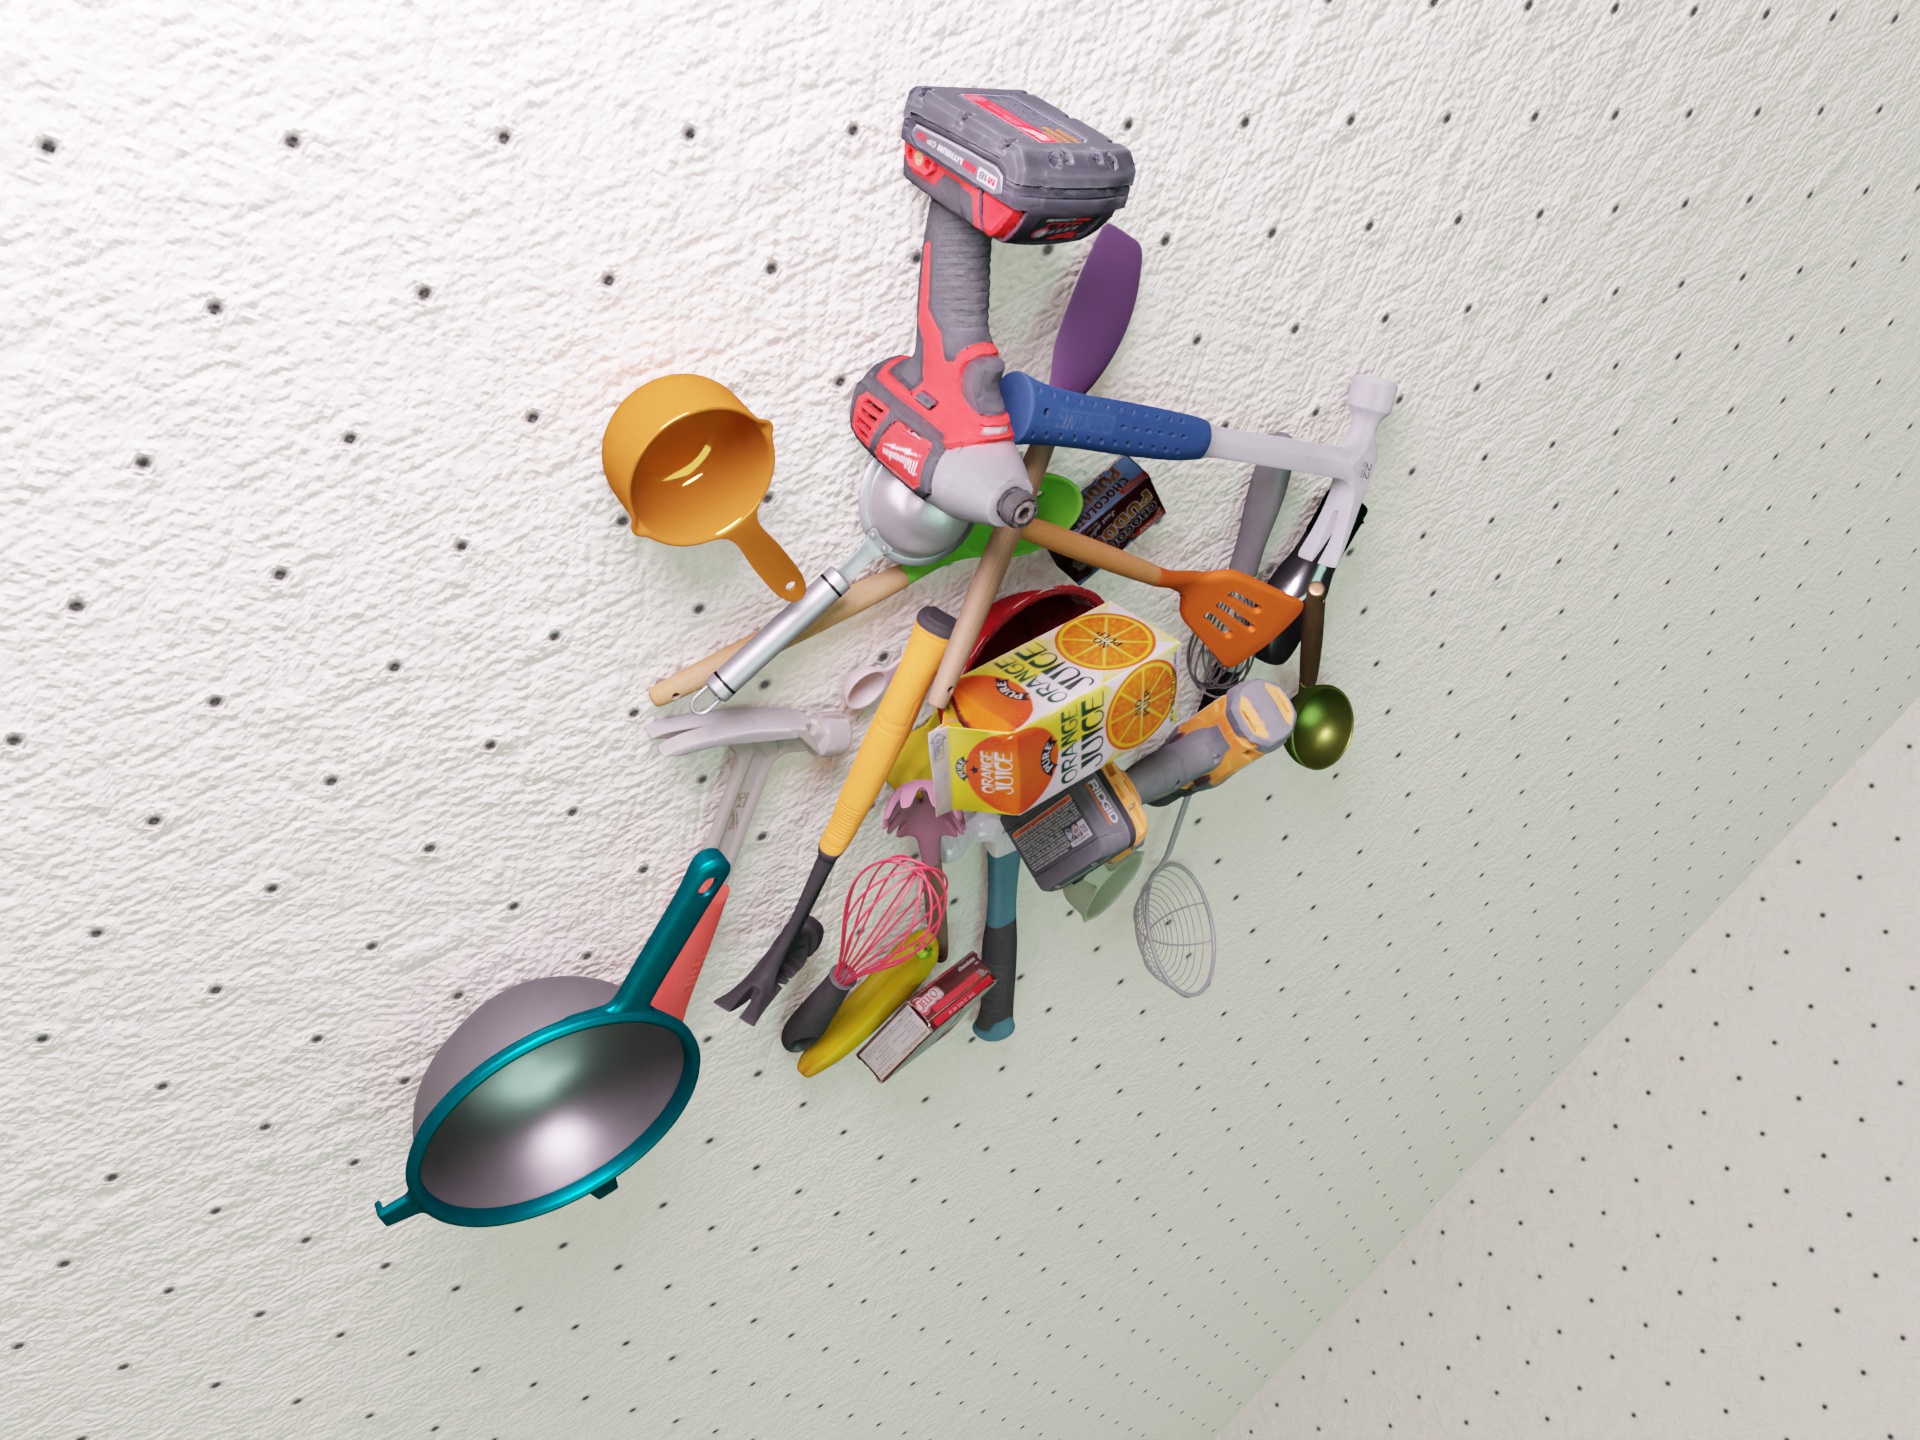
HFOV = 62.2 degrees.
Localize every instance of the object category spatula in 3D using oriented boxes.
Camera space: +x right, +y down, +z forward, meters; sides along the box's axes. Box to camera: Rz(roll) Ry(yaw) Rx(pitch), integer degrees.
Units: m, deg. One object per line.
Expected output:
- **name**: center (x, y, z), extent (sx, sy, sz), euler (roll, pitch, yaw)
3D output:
- **spatula**: center (0.045, -0.154, 0.998), extent (0.059, 0.018, 0.316), euler (15, 100, -49)
- **spatula**: center (0.126, -0.101, 1.121), extent (0.322, 0.041, 0.081), euler (12, 134, -47)

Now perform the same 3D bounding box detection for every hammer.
- **hammer**: center (-0.081, 0.066, 1.120), extent (0.336, 0.034, 0.127), euler (-63, 172, 28)
- **hammer**: center (0.168, -0.182, 1.070), extent (0.405, 0.035, 0.144), euler (-3, 111, -46)
- **hammer**: center (0.034, 0.182, 1.397), extent (0.128, 0.033, 0.330), euler (-23, 141, -21)
- **hammer**: center (-0.196, 0.140, 1.141), extent (0.149, 0.037, 0.359), euler (-4, 130, -39)

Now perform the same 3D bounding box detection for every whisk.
- **whisk**: center (-0.084, 0.191, 1.243), extent (0.073, 0.073, 0.295), euler (-11, 151, -35)
- **whisk**: center (0.223, -0.117, 1.244), extent (0.055, 0.055, 0.238), euler (-16, 134, -30)

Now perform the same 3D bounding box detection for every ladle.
- **ladle**: center (0.303, -0.038, 1.332), extent (0.078, 0.062, 0.320), euler (-54, 160, -11)

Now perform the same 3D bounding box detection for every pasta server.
- **pasta server**: center (-0.022, 0.128, 1.255), extent (0.060, 0.040, 0.316), euler (0, 148, 2)

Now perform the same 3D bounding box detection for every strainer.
- **strainer**: center (-0.070, -0.091, 0.992), extent (0.258, 0.050, 0.086), euler (-43, 122, -1)
- **strainer**: center (-0.263, 0.199, 1.093), extent (0.210, 0.095, 0.340), euler (11, 119, -48)

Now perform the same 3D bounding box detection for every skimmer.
- **skimmer**: center (0.227, 0.097, 1.434), extent (0.127, 0.090, 0.363), euler (-51, 158, -49)

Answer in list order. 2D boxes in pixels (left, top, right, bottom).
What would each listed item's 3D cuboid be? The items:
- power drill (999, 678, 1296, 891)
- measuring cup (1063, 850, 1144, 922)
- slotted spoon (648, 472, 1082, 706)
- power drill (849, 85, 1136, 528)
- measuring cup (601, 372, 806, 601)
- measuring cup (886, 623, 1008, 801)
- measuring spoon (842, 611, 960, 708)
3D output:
- **power drill**: center (0.141, 0.055, 1.274), extent (0.226, 0.084, 0.185), euler (-26, 171, -33)
- **measuring cup**: center (0.110, 0.125, 1.375), extent (0.083, 0.038, 0.167), euler (-50, 156, 0)
- **slotted spoon**: center (-0.060, -0.085, 1.036), extent (0.314, 0.031, 0.070), euler (-28, 142, -14)
- **power drill**: center (0.011, -0.216, 0.865), extent (0.078, 0.143, 0.219), euler (-14, 134, -35)
- **measuring cup**: center (-0.137, -0.126, 0.902), extent (0.095, 0.052, 0.173), euler (-39, 146, -2)
- **measuring cup**: center (-0.002, -0.004, 1.170), extent (0.062, 0.029, 0.156), euler (9, 121, -47)
- **measuring spoon**: center (-0.035, -0.051, 1.110), extent (0.124, 0.018, 0.034), euler (-36, 151, -18)
